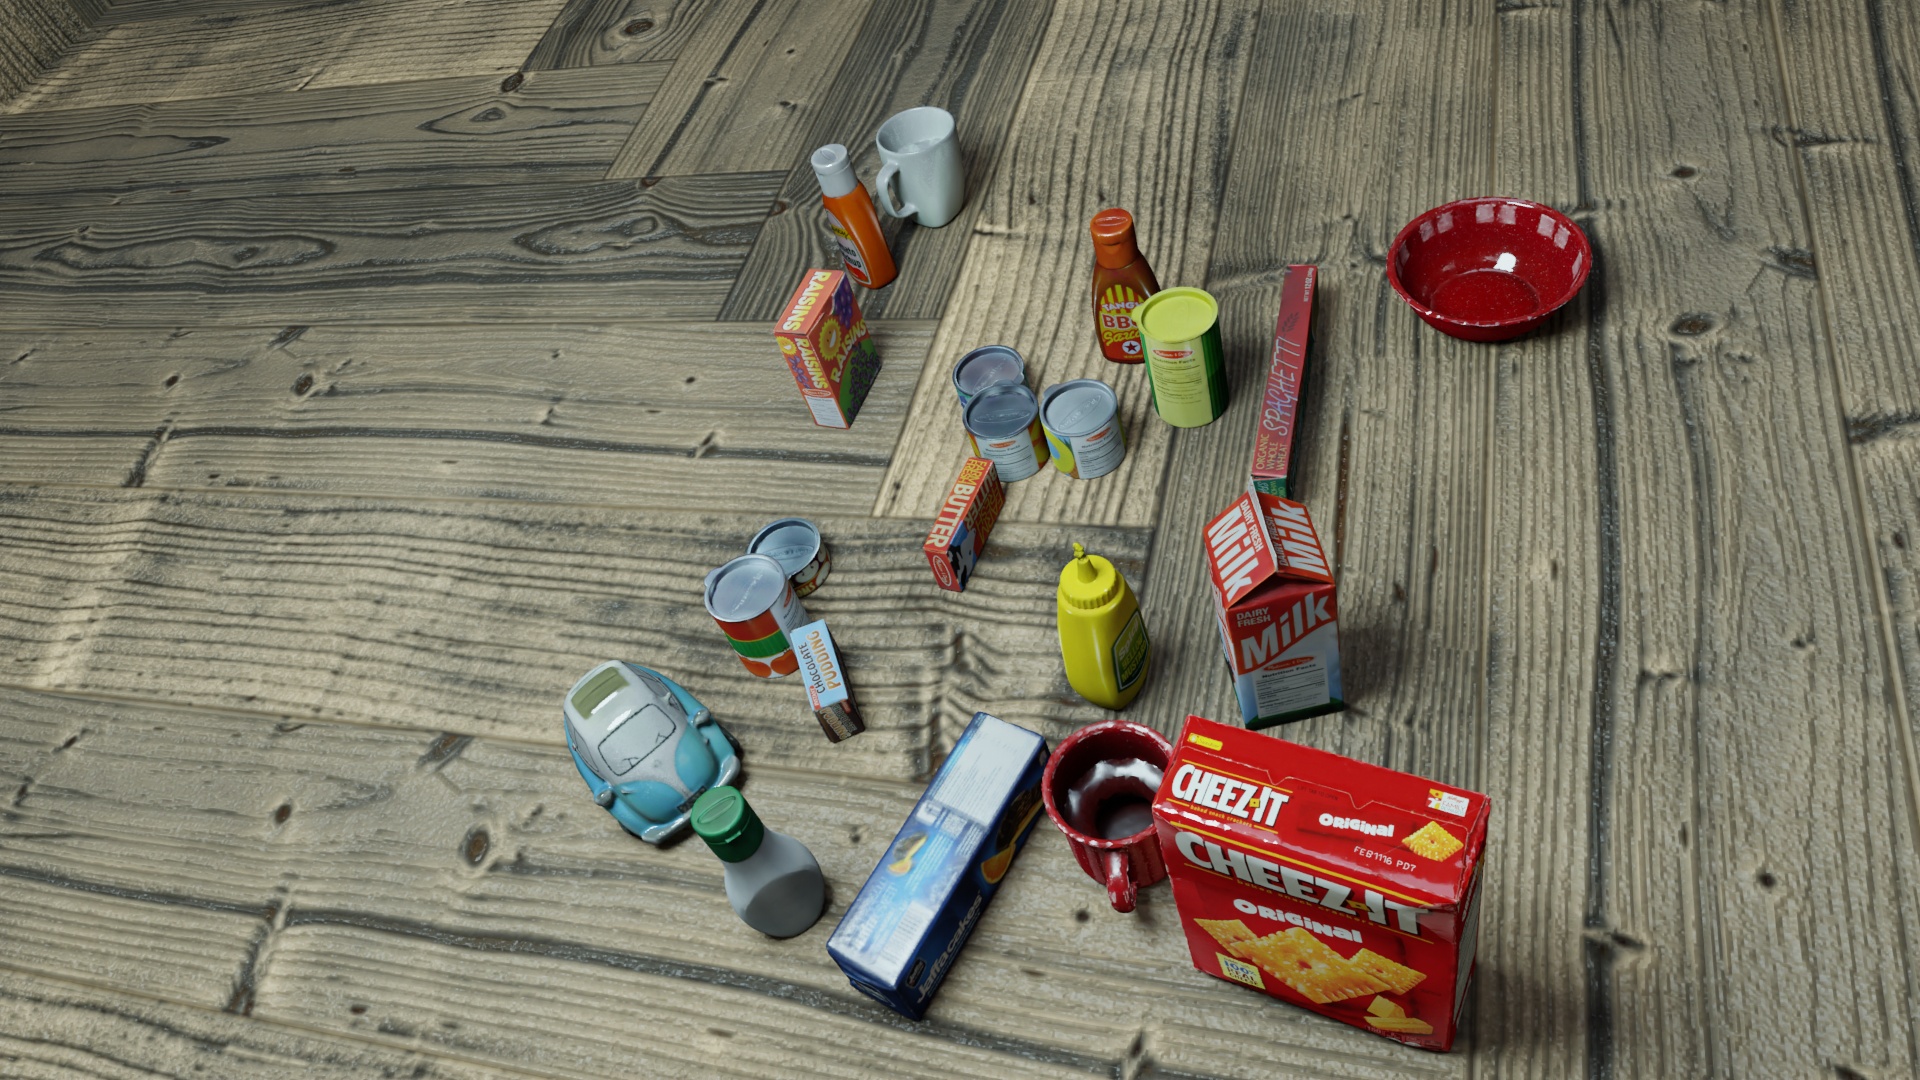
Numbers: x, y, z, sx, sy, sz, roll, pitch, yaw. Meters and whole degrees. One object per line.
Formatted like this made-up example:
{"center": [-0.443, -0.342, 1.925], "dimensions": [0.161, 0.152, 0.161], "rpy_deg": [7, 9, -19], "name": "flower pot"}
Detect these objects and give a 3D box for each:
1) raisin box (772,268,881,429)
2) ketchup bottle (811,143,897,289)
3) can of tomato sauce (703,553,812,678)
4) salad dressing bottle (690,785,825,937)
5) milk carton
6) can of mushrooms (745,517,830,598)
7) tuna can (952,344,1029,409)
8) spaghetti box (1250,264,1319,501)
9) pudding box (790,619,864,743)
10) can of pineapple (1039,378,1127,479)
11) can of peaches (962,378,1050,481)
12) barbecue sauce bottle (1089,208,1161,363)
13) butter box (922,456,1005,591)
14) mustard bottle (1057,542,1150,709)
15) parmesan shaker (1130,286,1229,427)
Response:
{"center": [-0.120, -0.174, 1.271], "dimensions": [0.040, 0.122, 0.086], "rpy_deg": [8, 54, 24], "name": "raisin box"}
{"center": [-0.107, -0.321, 1.373], "dimensions": [0.043, 0.148, 0.065], "rpy_deg": [-37, 50, -13], "name": "ketchup bottle"}
{"center": [-0.161, 0.061, 1.112], "dimensions": [0.071, 0.082, 0.071], "rpy_deg": [-9, 49, 11], "name": "can of tomato sauce"}
{"center": [-0.136, 0.215, 0.932], "dimensions": [0.064, 0.147, 0.044], "rpy_deg": [-33, 49, -10], "name": "salad dressing bottle"}
{"center": [0.211, 0.044, 0.939], "dimensions": [0.073, 0.189, 0.073], "rpy_deg": [-14, 49, 6], "name": "milk carton"}
{"center": [-0.146, 0.018, 1.178], "dimensions": [0.071, 0.033, 0.071], "rpy_deg": [-9, 49, 10], "name": "can of mushrooms"}
{"center": [0.030, -0.142, 1.257], "dimensions": [0.071, 0.032, 0.071], "rpy_deg": [-9, 49, 10], "name": "tuna can"}
{"center": [0.273, -0.129, 1.159], "dimensions": [0.028, 0.050, 0.251], "rpy_deg": [3, 52, 20], "name": "spaghetti box"}
{"center": [-0.104, 0.108, 1.077], "dimensions": [0.030, 0.049, 0.084], "rpy_deg": [-22, 48, -1], "name": "pudding box"}
{"center": [0.104, -0.095, 1.178], "dimensions": [0.071, 0.057, 0.071], "rpy_deg": [-9, 49, 10], "name": "can of pineapple"}
{"center": [0.041, -0.094, 1.197], "dimensions": [0.071, 0.057, 0.071], "rpy_deg": [-9, 49, 10], "name": "can of peaches"}
{"center": [0.143, -0.220, 1.210], "dimensions": [0.065, 0.147, 0.044], "rpy_deg": [-1, 51, 17], "name": "barbecue sauce bottle"}
{"center": [0.004, -0.014, 1.144], "dimensions": [0.024, 0.053, 0.104], "rpy_deg": [10, 55, 25], "name": "butter box"}
{"center": [0.098, 0.056, 0.984], "dimensions": [0.049, 0.159, 0.065], "rpy_deg": [18, 59, 30], "name": "mustard bottle"}
{"center": [0.186, -0.154, 1.171], "dimensions": [0.071, 0.102, 0.072], "rpy_deg": [-9, 49, 11], "name": "parmesan shaker"}
